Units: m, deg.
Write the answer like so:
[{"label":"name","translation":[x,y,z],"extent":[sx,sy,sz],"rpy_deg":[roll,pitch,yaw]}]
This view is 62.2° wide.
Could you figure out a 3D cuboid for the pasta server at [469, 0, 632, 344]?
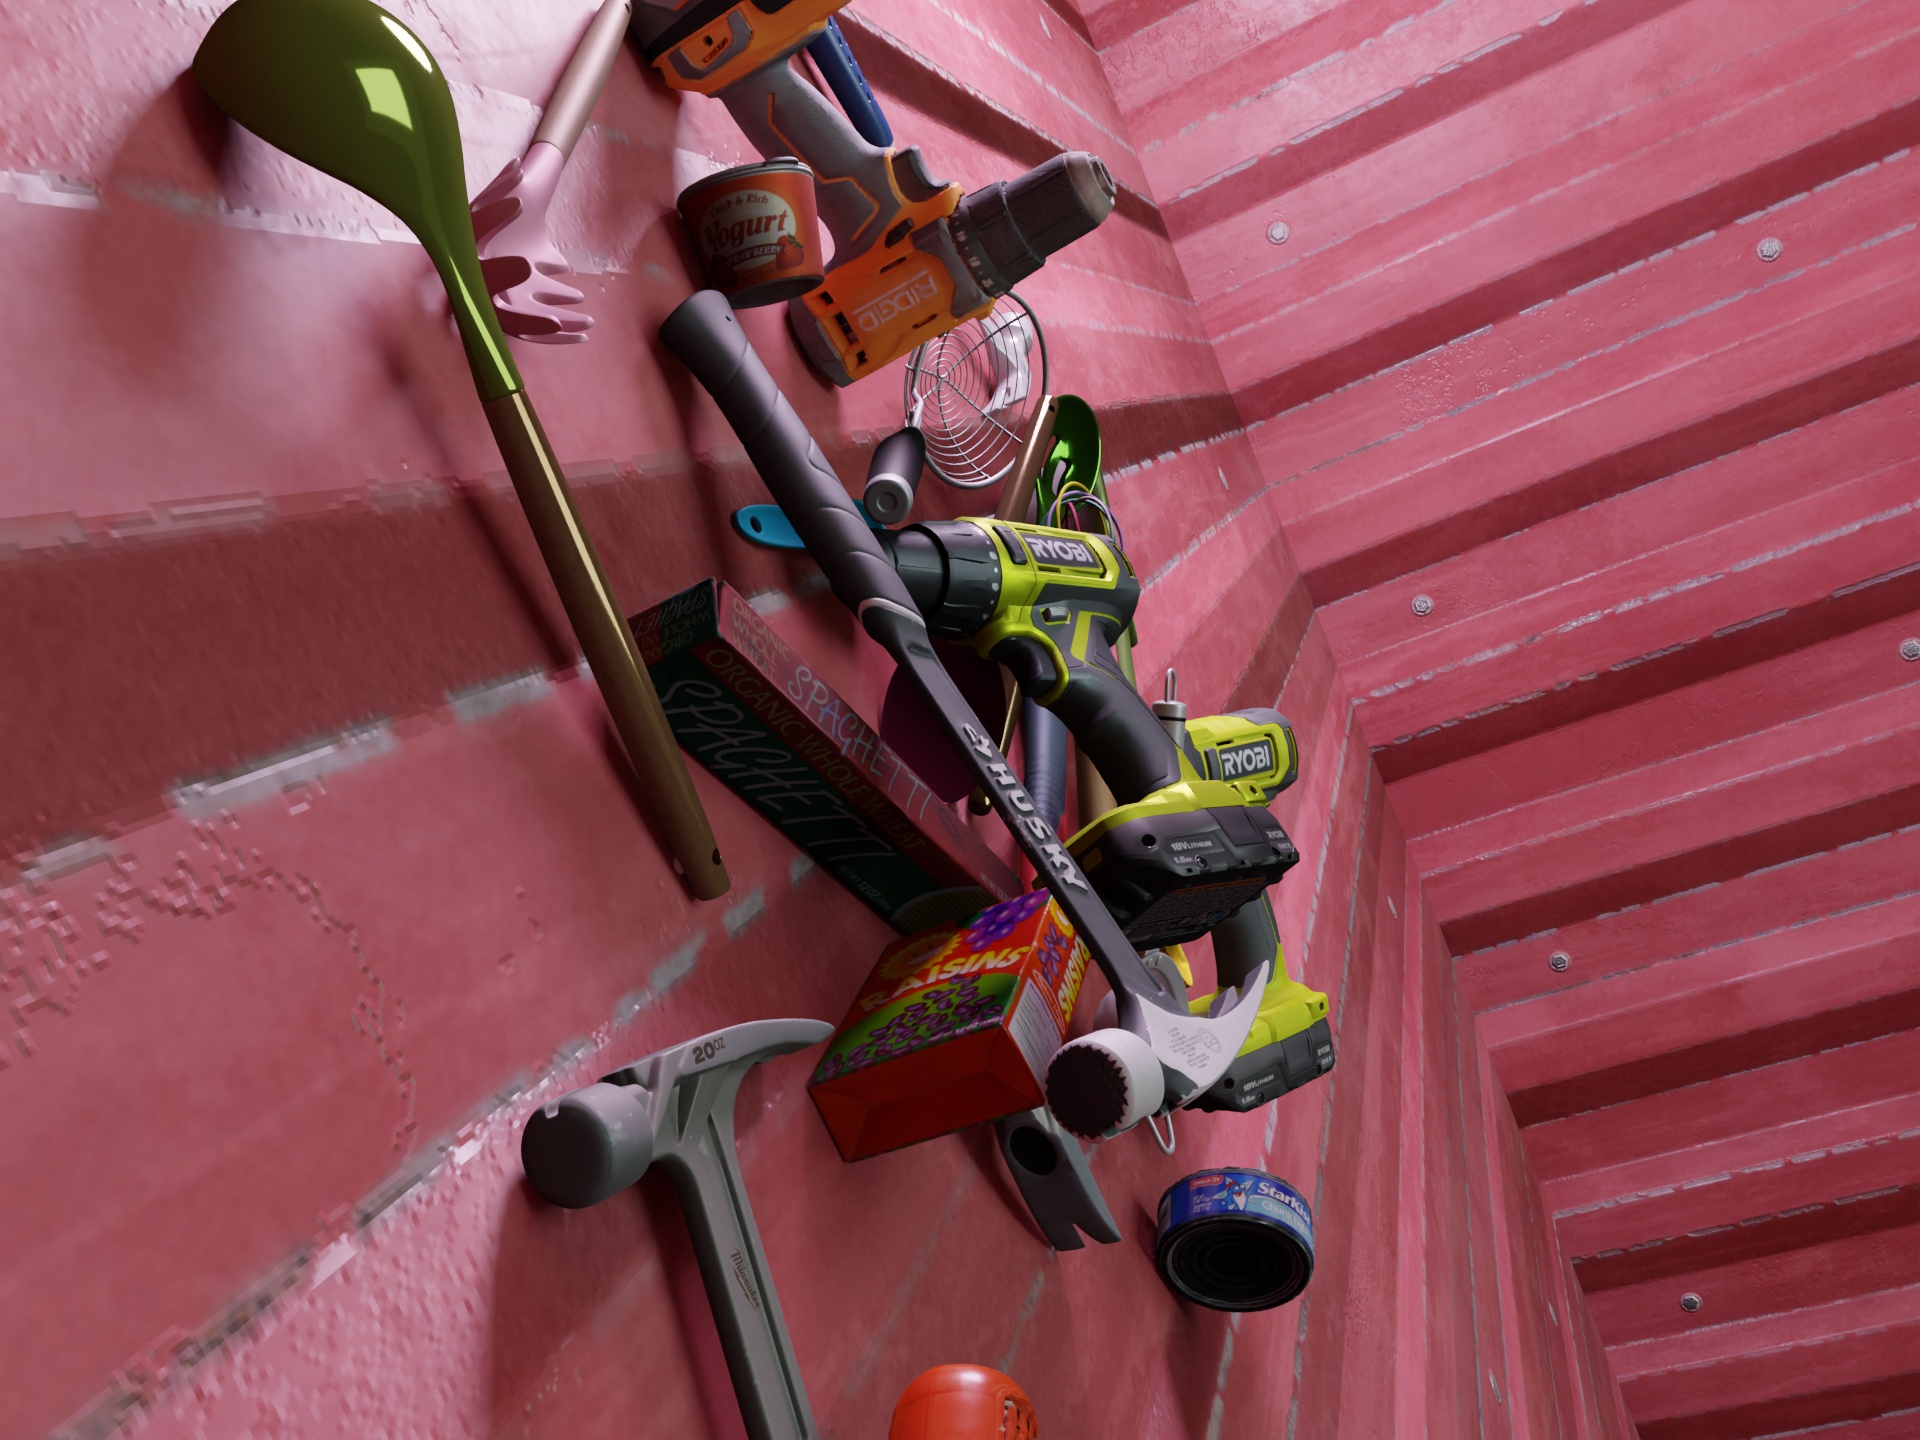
[{"label":"pasta server","translation":[-0.159,-0.245,0.658],"extent":[0.317,0.040,0.060],"rpy_deg":[-90,164,-48]}]

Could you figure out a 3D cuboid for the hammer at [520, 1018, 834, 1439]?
[{"label":"hammer","translation":[-0.031,0.270,0.477],"extent":[0.149,0.036,0.359],"rpy_deg":[4,67,-69]}]

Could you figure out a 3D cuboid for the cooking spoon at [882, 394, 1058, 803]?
[{"label":"cooking spoon","translation":[0.017,-0.081,0.879],"extent":[0.068,0.017,0.319],"rpy_deg":[33,48,-16]}]

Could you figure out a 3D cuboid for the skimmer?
[{"label":"skimmer","translation":[0.005,-0.162,0.877],"extent":[0.363,0.090,0.127],"rpy_deg":[-83,175,-69]}]

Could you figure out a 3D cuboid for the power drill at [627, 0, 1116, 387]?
[{"label":"power drill","translation":[-0.043,-0.308,0.821],"extent":[0.226,0.185,0.084],"rpy_deg":[58,23,-20]}]

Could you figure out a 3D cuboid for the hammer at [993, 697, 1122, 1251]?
[{"label":"hammer","translation":[0.050,0.094,0.865],"extent":[0.387,0.038,0.143],"rpy_deg":[-83,155,-56]}]

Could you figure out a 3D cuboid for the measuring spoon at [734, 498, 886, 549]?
[{"label":"measuring spoon","translation":[-0.075,-0.088,0.767],"extent":[0.128,0.021,0.042],"rpy_deg":[-3,74,-61]}]

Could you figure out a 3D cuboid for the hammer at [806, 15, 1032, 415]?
[{"label":"hammer","translation":[-0.048,-0.390,1.109],"extent":[0.405,0.035,0.144],"rpy_deg":[55,23,-35]}]

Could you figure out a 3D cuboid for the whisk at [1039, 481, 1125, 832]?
[{"label":"whisk","translation":[0.070,-0.024,0.891],"extent":[0.047,0.051,0.245],"rpy_deg":[65,22,-67]}]

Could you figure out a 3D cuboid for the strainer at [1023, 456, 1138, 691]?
[{"label":"strainer","translation":[0.078,-0.081,1.068],"extent":[0.257,0.069,0.151],"rpy_deg":[-92,168,-45]}]

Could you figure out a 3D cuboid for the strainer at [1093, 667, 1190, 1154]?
[{"label":"strainer","translation":[0.103,0.100,0.859],"extent":[0.086,0.050,0.258],"rpy_deg":[7,88,-57]}]

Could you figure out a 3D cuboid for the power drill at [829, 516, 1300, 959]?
[{"label":"power drill","translation":[0.046,-0.004,0.766],"extent":[0.190,0.080,0.229],"rpy_deg":[0,54,-47]}]

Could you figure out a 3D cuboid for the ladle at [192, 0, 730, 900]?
[{"label":"ladle","translation":[-0.150,-0.078,0.525],"extent":[0.078,0.062,0.320],"rpy_deg":[-59,132,-63]}]

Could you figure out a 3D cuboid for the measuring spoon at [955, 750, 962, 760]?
[{"label":"measuring spoon","translation":[-0.001,-0.003,0.875],"extent":[0.124,0.018,0.034],"rpy_deg":[-87,175,-62]}]

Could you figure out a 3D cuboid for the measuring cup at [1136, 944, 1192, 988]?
[{"label":"measuring cup","translation":[0.112,0.115,1.054],"extent":[0.062,0.029,0.157],"rpy_deg":[48,16,-48]}]

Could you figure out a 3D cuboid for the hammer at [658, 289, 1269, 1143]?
[{"label":"hammer","translation":[-0.014,-0.026,0.650],"extent":[0.149,0.036,0.409],"rpy_deg":[-2,54,-56]}]

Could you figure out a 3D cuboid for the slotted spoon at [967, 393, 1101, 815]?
[{"label":"slotted spoon","translation":[0.040,-0.075,0.941],"extent":[0.070,0.031,0.314],"rpy_deg":[48,42,-38]}]

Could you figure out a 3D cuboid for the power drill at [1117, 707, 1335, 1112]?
[{"label":"power drill","translation":[0.146,0.111,0.952],"extent":[0.171,0.080,0.223],"rpy_deg":[-9,91,-44]}]
